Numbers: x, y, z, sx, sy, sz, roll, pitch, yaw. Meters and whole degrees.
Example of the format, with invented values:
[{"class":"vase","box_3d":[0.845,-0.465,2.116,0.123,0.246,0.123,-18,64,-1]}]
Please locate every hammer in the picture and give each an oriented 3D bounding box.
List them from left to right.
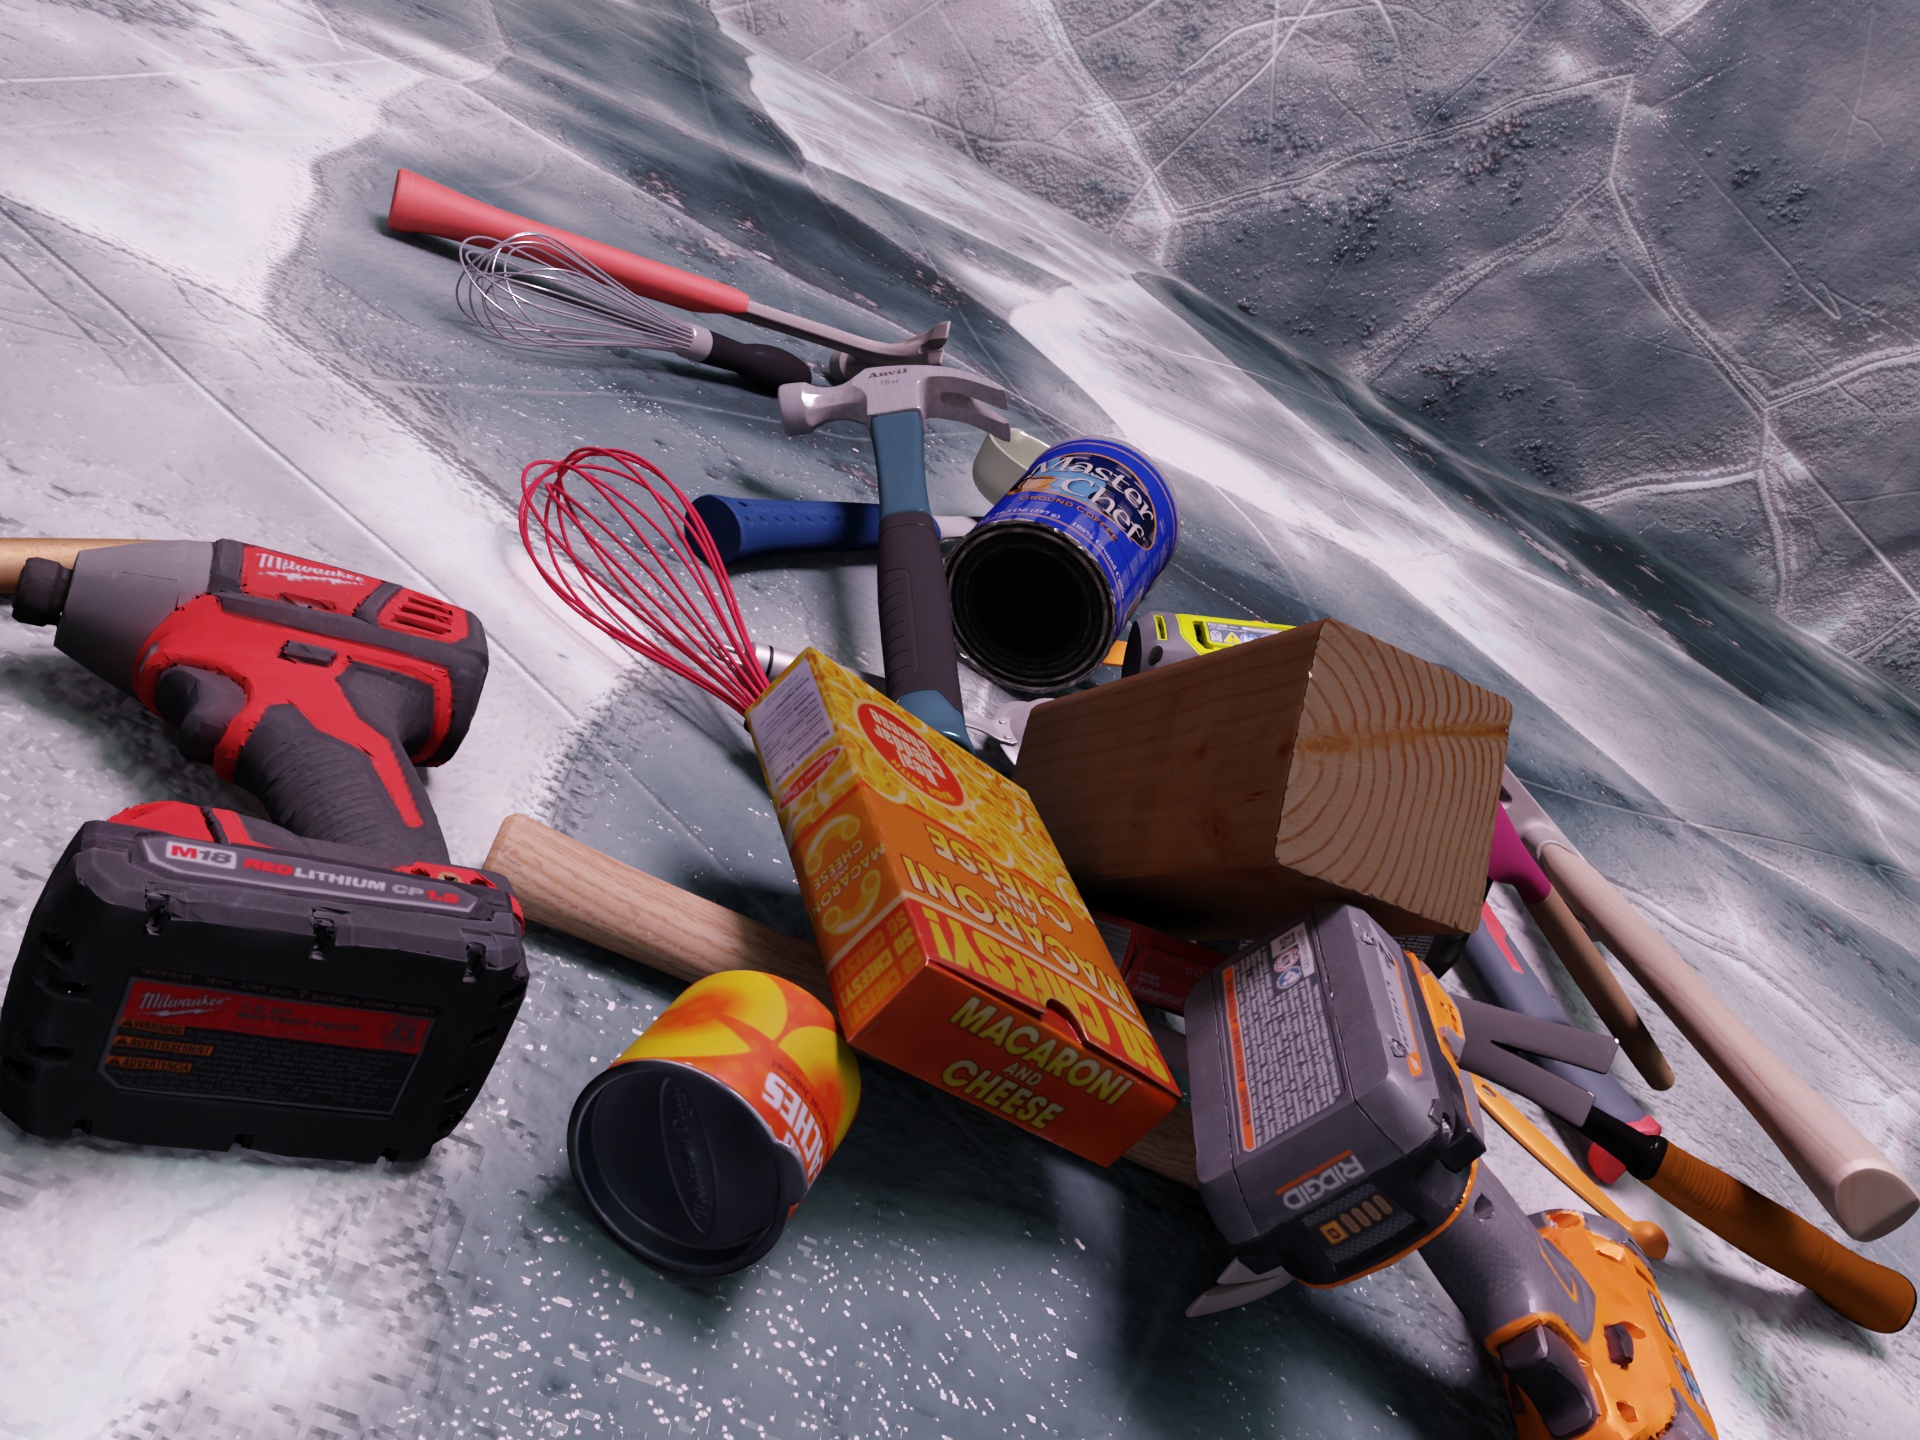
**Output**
[{"class":"hammer","box_3d":[-0.189,-0.288,1.050,0.358,0.037,0.149,12,-2,-29]},{"class":"hammer","box_3d":[-0.028,-0.089,0.796,0.128,0.033,0.331,-9,41,1]},{"class":"hammer","box_3d":[-0.020,-0.123,0.986,0.144,0.035,0.405,43,27,22]},{"class":"hammer","box_3d":[-0.010,0.114,0.558,0.331,0.031,0.130,25,25,-12]},{"class":"hammer","box_3d":[0.269,0.098,0.900,0.143,0.038,0.387,20,27,-21]},{"class":"hammer","box_3d":[0.354,0.125,0.813,0.146,0.038,0.411,47,12,-10]},{"class":"hammer","box_3d":[0.316,0.198,0.682,0.336,0.034,0.127,32,-11,-25]}]

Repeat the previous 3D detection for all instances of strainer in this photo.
[{"class":"strainer","box_3d":[-0.001,-0.002,0.780,0.258,0.050,0.087,15,33,-25]}]

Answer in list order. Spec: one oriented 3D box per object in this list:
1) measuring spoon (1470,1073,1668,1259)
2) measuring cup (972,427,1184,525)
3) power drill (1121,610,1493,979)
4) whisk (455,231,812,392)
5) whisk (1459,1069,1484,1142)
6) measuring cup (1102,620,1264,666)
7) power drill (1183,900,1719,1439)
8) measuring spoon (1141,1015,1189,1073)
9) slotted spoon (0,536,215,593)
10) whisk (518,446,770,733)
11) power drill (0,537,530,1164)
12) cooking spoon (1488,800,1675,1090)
[{"class":"measuring spoon","box_3d":[0.283,0.205,0.745,0.117,0.011,0.021,44,27,26]},{"class":"measuring cup","box_3d":[0.079,-0.144,1.053,0.167,0.038,0.083,16,29,-34]},{"class":"power drill","box_3d":[0.187,0.029,0.810,0.190,0.080,0.229,6,36,-5]},{"class":"whisk","box_3d":[-0.193,-0.247,1.003,0.070,0.070,0.284,46,23,29]},{"class":"whisk","box_3d":[0.217,0.125,0.783,0.055,0.055,0.239,25,30,-14]},{"class":"measuring cup","box_3d":[0.130,-0.016,0.948,0.173,0.052,0.095,8,45,1]},{"class":"power drill","box_3d":[0.171,0.184,0.517,0.226,0.084,0.164,48,20,-16]},{"class":"measuring spoon","box_3d":[0.103,0.127,0.600,0.124,0.018,0.034,24,25,-13]},{"class":"slotted spoon","box_3d":[-0.351,-0.043,0.470,0.070,0.031,0.313,37,23,21]},{"class":"whisk","box_3d":[-0.095,-0.018,0.684,0.296,0.073,0.073,47,28,19]},{"class":"power drill","box_3d":[-0.206,0.018,0.465,0.143,0.078,0.220,16,26,-31]},{"class":"cooking spoon","box_3d":[0.284,0.095,0.758,0.318,0.017,0.069,47,31,-34]}]
